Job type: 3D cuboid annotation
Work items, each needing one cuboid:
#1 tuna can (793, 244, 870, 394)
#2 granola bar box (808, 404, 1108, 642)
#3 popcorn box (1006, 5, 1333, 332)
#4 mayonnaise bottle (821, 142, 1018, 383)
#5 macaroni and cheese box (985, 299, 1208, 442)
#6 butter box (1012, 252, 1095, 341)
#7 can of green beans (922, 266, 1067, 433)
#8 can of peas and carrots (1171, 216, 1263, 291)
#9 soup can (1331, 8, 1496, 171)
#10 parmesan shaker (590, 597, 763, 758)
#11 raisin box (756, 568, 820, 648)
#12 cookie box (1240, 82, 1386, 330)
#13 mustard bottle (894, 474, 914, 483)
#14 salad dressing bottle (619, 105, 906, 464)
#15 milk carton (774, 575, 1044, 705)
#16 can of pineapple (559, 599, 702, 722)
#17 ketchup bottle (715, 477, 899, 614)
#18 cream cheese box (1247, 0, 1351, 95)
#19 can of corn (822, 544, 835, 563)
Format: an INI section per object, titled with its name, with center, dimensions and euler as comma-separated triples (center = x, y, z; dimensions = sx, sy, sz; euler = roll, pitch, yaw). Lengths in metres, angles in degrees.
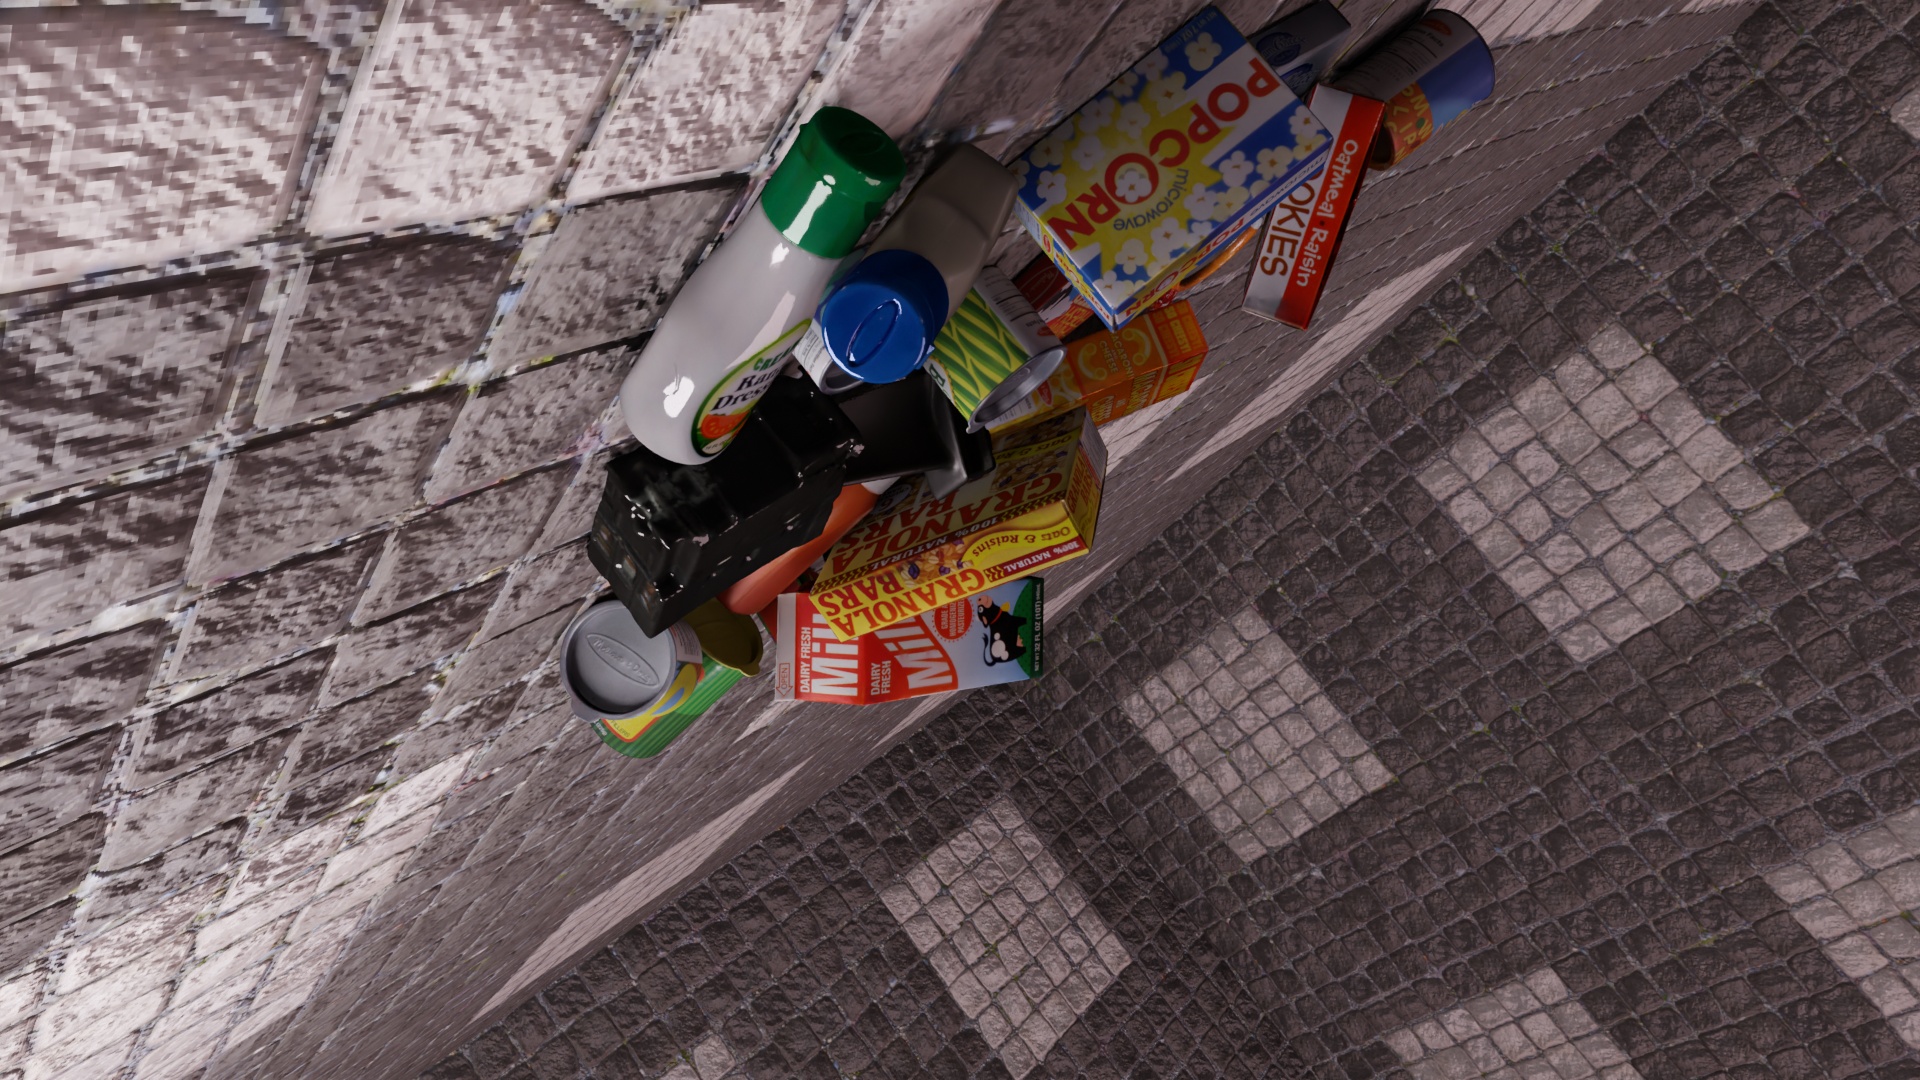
[tuna can]
center = -0.043, -0.099, 0.614
dimensions = 0.071, 0.033, 0.071
euler = -37, 171, -7
[granola bar box]
center = 0.003, -0.010, 0.828
dimensions = 0.165, 0.039, 0.125
euler = -21, -156, 22
[popcorn box]
center = 0.093, -0.169, 0.634
dimensions = 0.126, 0.085, 0.038
euler = -38, 170, 2
[mayonnaise bottle]
center = -0.015, -0.102, 0.516
dimensions = 0.064, 0.041, 0.149
euler = -50, -171, 29
[macaroni and cheese box]
center = 0.073, -0.099, 0.918
dimensions = 0.166, 0.040, 0.123
euler = -22, 173, 0
[butter box]
center = 0.056, -0.143, 0.822
dimensions = 0.053, 0.024, 0.104
euler = -40, 171, 17
[can of green beans]
center = 0.013, -0.103, 0.741
dimensions = 0.071, 0.058, 0.071
euler = -37, 171, -7
[can of peas and carrots]
center = 0.128, -0.183, 0.794
dimensions = 0.071, 0.059, 0.071
euler = -37, 171, -7
[soup can]
center = 0.286, -0.283, 0.884
dimensions = 0.084, 0.071, 0.071
euler = -37, 171, -5
[parmesan shaker]
center = -0.181, 0.086, 0.878
dimensions = 0.102, 0.071, 0.071
euler = -42, 170, 23
[raisin box]
center = -0.108, 0.063, 1.012
dimensions = 0.040, 0.086, 0.123
euler = -33, 171, 1
[cookie box]
center = 0.200, -0.193, 0.798
dimensions = 0.168, 0.040, 0.122
euler = -52, 159, -71
[mustard bottle]
center = 0.006, -0.017, 0.983
dimensions = 0.160, 0.065, 0.048
euler = 11, 112, -52
[salad dressing bottle]
center = -0.073, -0.089, 0.504
dimensions = 0.147, 0.044, 0.064
euler = -47, 175, 36
[milk carton]
center = -0.039, 0.062, 0.924
dimensions = 0.191, 0.072, 0.073
euler = -3, -172, -38
[can of pineapple]
center = -0.187, 0.069, 0.788
dimensions = 0.071, 0.071, 0.058
euler = -38, 171, -1
[ketchup bottle]
center = -0.085, -0.017, 0.829
dimensions = 0.148, 0.043, 0.065
euler = -41, 178, 14
[cream cheese box]
center = 0.152, -0.238, 0.721
dimensions = 0.104, 0.024, 0.053
euler = -34, 170, -25
[can of corn]
center = -0.055, 0.007, 0.992
dimensions = 0.058, 0.071, 0.071
euler = -44, 170, 26
